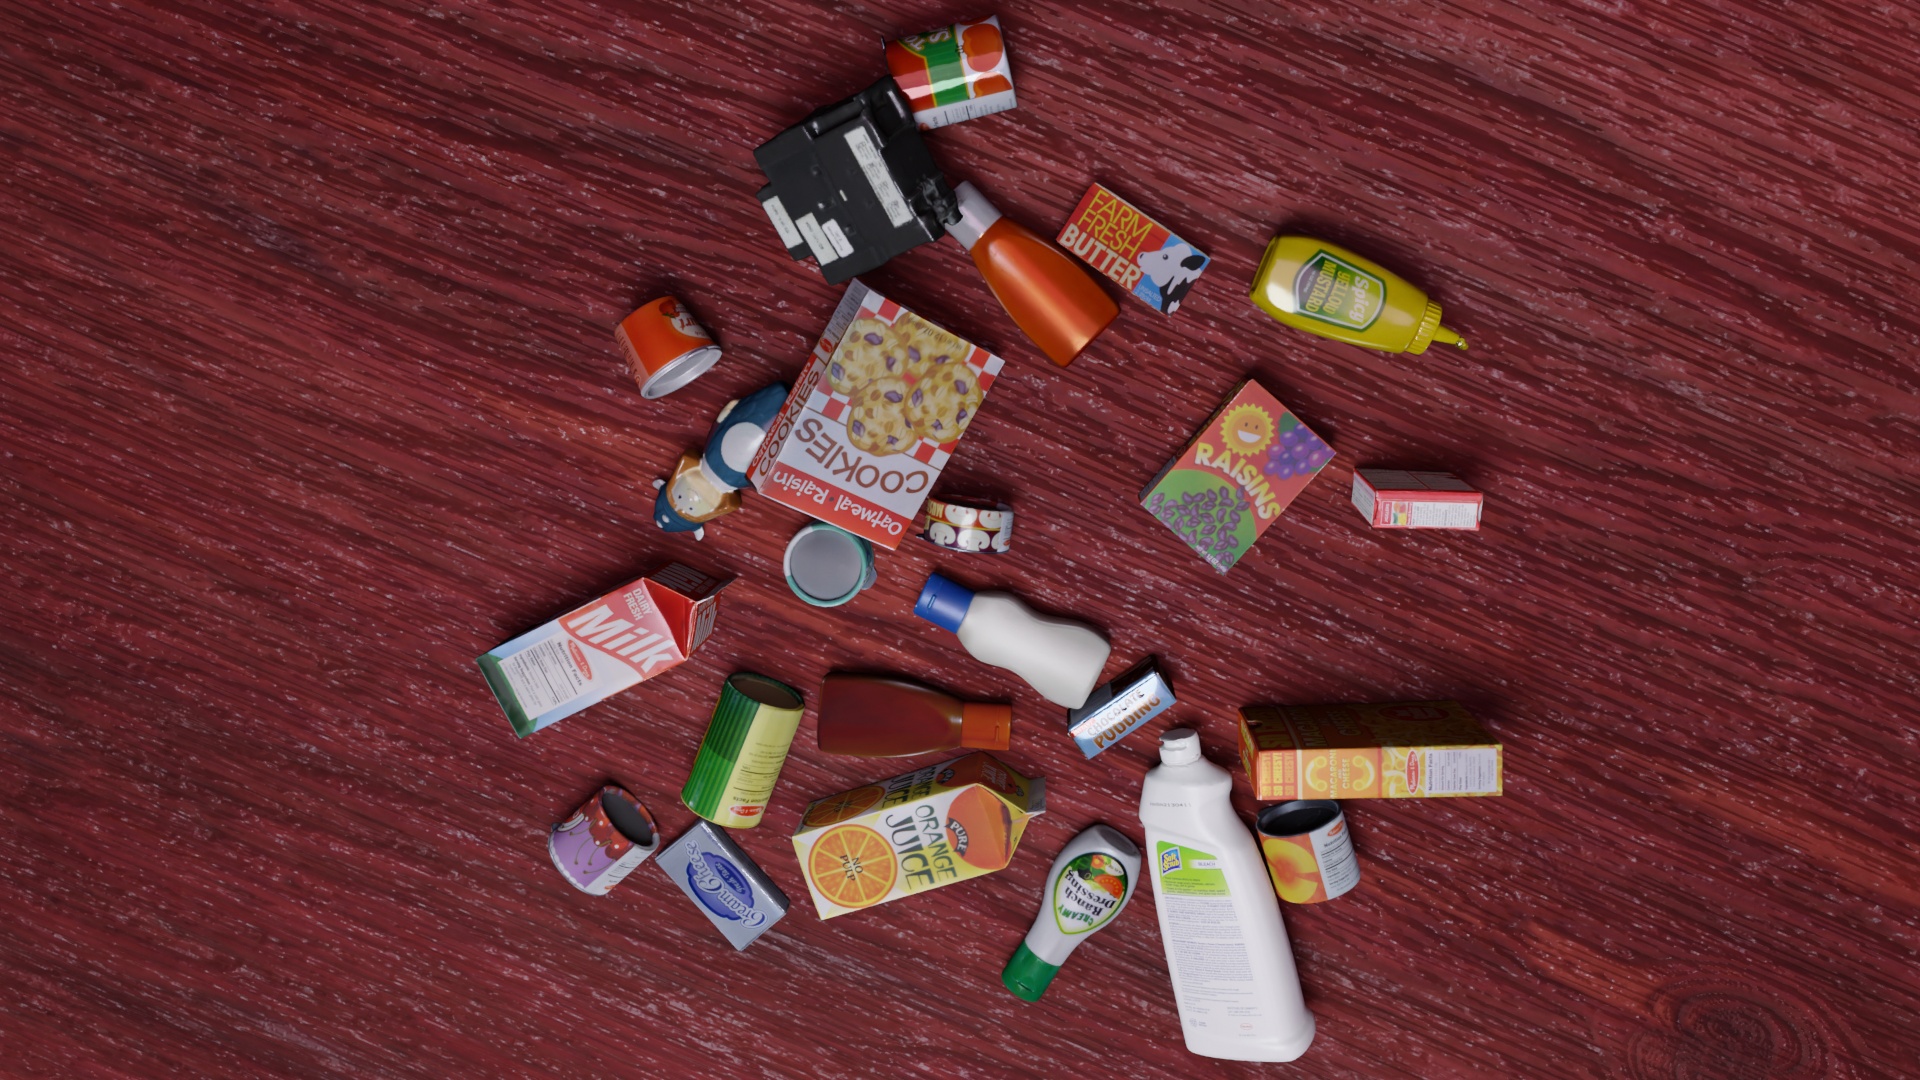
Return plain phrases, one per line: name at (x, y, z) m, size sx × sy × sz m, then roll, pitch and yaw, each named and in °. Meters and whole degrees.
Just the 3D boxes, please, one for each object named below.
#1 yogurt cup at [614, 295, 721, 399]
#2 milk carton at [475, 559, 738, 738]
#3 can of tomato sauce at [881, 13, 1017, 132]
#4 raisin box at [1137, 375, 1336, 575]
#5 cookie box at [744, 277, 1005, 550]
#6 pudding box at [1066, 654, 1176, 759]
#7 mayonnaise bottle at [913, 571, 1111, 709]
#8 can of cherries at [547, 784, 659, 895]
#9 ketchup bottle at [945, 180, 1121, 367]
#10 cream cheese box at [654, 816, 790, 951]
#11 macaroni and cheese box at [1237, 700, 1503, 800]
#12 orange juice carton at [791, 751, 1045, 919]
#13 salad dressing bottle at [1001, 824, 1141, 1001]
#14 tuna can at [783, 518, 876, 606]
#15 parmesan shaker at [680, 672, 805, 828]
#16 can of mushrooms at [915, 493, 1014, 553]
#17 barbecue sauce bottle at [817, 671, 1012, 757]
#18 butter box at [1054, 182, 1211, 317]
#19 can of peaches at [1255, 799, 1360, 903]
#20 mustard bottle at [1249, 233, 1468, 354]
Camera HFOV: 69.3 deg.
yogurt cup at (-0.221, -0.145, 1.035) m, size 0.072 × 0.072 × 0.054 m, roll -33°, pitch 88°, yaw 9°
milk carton at (-0.263, 0.074, 1.071) m, size 0.190 × 0.072 × 0.073 m, roll -25°, pitch 97°, yaw 9°
can of tomato sauce at (-0.007, -0.332, 0.984) m, size 0.083 × 0.071 × 0.071 m, roll -13°, pitch 99°, yaw 6°
raisin box at (0.204, -0.049, 1.030) m, size 0.086 × 0.040 × 0.123 m, roll 40°, pitch 102°, yaw -2°
cookie box at (-0.063, -0.089, 1.017) m, size 0.123 × 0.040 × 0.167 m, roll 24°, pitch 102°, yaw -31°
pudding box at (0.122, 0.126, 1.060) m, size 0.083 × 0.050 × 0.030 m, roll -35°, pitch 97°, yaw 9°
mayonnaise bottle at (0.038, 0.071, 1.063) m, size 0.148 × 0.041 × 0.064 m, roll 26°, pitch 99°, yaw 1°
can of cherries at (-0.284, 0.235, 1.102) m, size 0.058 × 0.071 × 0.071 m, roll -42°, pitch 94°, yaw 10°
ketchup bottle at (0.045, -0.198, 1.014) m, size 0.149 × 0.043 × 0.064 m, roll 44°, pitch 101°, yaw -3°
cream cheese box at (-0.191, 0.276, 1.123) m, size 0.053 × 0.024 × 0.104 m, roll -41°, pitch 94°, yaw 10°
macaroni and cheese box at (0.293, 0.151, 1.013) m, size 0.166 × 0.124 × 0.040 m, roll -2°, pitch 97°, yaw 5°
orange juice carton at (-0.025, 0.222, 1.077) m, size 0.192 × 0.072 × 0.073 m, roll -18°, pitch 99°, yaw 8°
salad dressing bottle at (0.085, 0.295, 1.094) m, size 0.064 × 0.044 × 0.147 m, roll 31°, pitch 101°, yaw 0°
tuna can at (-0.099, 0.018, 1.068) m, size 0.071 × 0.033 × 0.071 m, roll 1°, pitch 100°, yaw 5°
parmesan shaker at (-0.167, 0.162, 1.083) m, size 0.071 × 0.071 × 0.103 m, roll 22°, pitch 100°, yaw 0°
can of mushrooms at (0.004, -0.013, 1.037) m, size 0.071 × 0.071 × 0.033 m, roll 9°, pitch 100°, yaw 3°
barbecue sauce bottle at (-0.035, 0.139, 1.078) m, size 0.148 × 0.044 × 0.064 m, roll 4°, pitch 100°, yaw 3°
butter box at (0.126, -0.212, 1.015) m, size 0.103 × 0.024 × 0.053 m, roll 33°, pitch 100°, yaw -2°
can of peaches at (0.264, 0.236, 1.061) m, size 0.071 × 0.071 × 0.058 m, roll -18°, pitch 98°, yaw 7°
mustard bottle at (0.291, -0.170, 0.997) m, size 0.160 × 0.049 × 0.065 m, roll 20°, pitch 102°, yaw 1°
